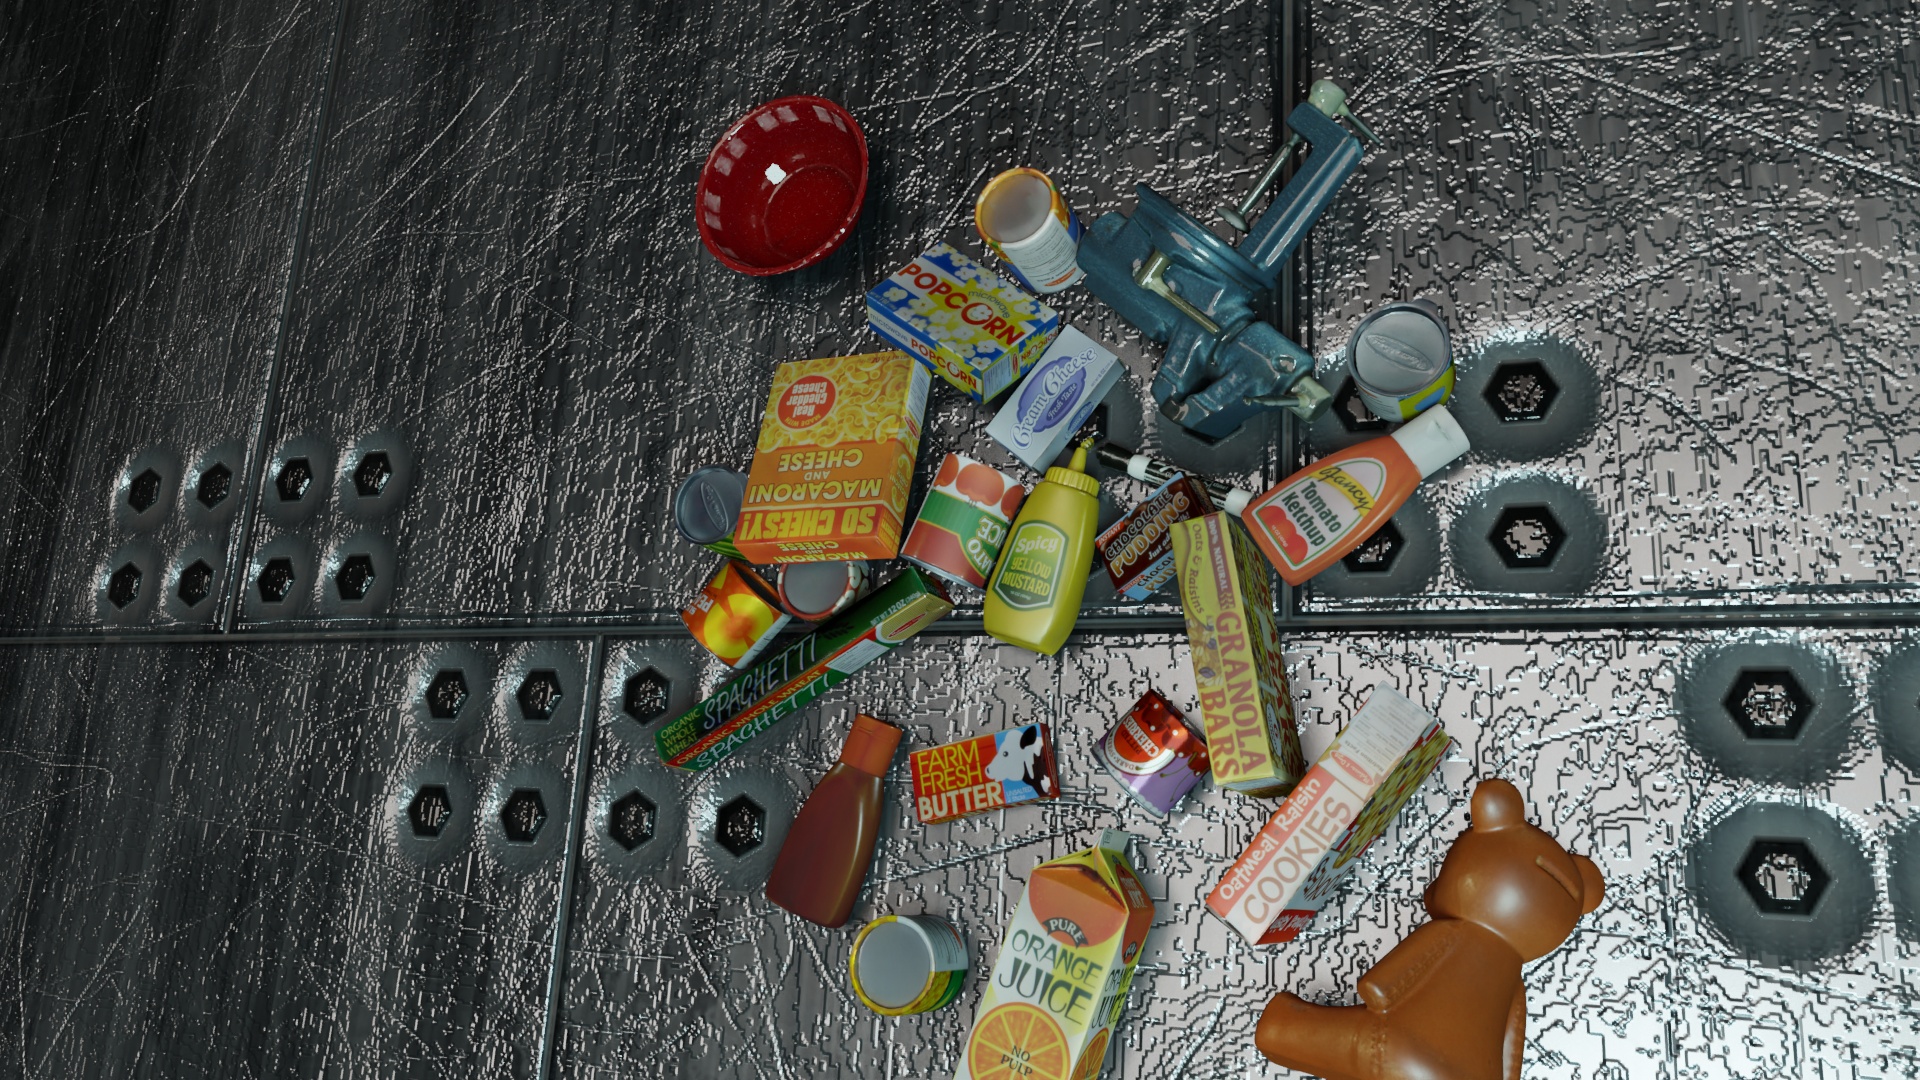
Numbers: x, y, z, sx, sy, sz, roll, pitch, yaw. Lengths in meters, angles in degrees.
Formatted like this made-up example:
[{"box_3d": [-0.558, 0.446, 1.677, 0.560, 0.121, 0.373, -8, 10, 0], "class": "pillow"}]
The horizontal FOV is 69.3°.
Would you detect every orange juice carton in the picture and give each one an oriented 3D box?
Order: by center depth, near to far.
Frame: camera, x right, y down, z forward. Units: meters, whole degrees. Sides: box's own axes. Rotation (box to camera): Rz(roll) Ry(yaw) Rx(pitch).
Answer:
[{"box_3d": [0.069, 0.279, 0.905, 0.073, 0.071, 0.193, 18, 84, 25], "class": "orange juice carton"}]

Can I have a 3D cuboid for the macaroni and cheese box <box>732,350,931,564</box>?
[{"box_3d": [-0.096, -0.063, 1.066, 0.123, 0.040, 0.167, -3, 60, 22], "class": "macaroni and cheese box"}]

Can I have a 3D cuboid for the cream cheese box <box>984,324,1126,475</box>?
[{"box_3d": [0.070, -0.105, 1.037, 0.053, 0.024, 0.104, 39, 93, 28], "class": "cream cheese box"}]

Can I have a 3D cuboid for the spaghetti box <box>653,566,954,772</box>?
[{"box_3d": [-0.120, 0.100, 1.047, 0.250, 0.050, 0.029, -33, 64, 12], "class": "spaghetti box"}]

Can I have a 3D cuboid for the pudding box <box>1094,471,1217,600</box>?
[{"box_3d": [0.138, -0.003, 0.961, 0.083, 0.030, 0.050, -40, 49, 27], "class": "pudding box"}]

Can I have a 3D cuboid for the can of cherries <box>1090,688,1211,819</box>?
[{"box_3d": [0.129, 0.140, 0.919, 0.058, 0.071, 0.071, -46, 64, 6], "class": "can of cherries"}]

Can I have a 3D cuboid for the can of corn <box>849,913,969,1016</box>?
[{"box_3d": [-0.037, 0.293, 0.954, 0.071, 0.058, 0.071, -6, 73, 22], "class": "can of corn"}]

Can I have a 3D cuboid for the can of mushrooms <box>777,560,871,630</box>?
[{"box_3d": [-0.106, 0.034, 1.068, 0.071, 0.033, 0.071, -6, 74, 21], "class": "can of mushrooms"}]

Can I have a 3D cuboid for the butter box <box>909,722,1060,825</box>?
[{"box_3d": [0.017, 0.166, 0.985, 0.103, 0.024, 0.053, -16, 70, 18], "class": "butter box"}]

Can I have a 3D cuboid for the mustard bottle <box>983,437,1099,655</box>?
[{"box_3d": [0.066, -0.001, 0.996, 0.065, 0.049, 0.160, 14, 82, 25], "class": "mustard bottle"}]

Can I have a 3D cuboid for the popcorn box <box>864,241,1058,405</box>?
[{"box_3d": [0.001, -0.168, 1.057, 0.127, 0.038, 0.085, 37, 61, 27], "class": "popcorn box"}]

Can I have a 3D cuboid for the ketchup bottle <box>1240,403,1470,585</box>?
[{"box_3d": [0.265, -0.034, 0.925, 0.148, 0.043, 0.065, -35, 73, 10], "class": "ketchup bottle"}]

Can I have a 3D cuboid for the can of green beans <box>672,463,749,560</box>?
[{"box_3d": [-0.184, -0.021, 1.103, 0.071, 0.058, 0.071, -6, 74, 22], "class": "can of green beans"}]

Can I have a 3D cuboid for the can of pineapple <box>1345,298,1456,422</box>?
[{"box_3d": [0.296, -0.119, 0.926, 0.071, 0.058, 0.071, -6, 74, 21], "class": "can of pineapple"}]

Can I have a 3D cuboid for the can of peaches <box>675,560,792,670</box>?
[{"box_3d": [-0.174, 0.056, 1.071, 0.058, 0.071, 0.071, -46, 64, 5], "class": "can of peaches"}]

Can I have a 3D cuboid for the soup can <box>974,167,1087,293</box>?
[{"box_3d": [0.054, -0.235, 1.047, 0.071, 0.083, 0.071, -6, 73, 22], "class": "soup can"}]

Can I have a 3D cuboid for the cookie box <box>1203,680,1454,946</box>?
[{"box_3d": [0.225, 0.169, 0.841, 0.040, 0.123, 0.167, 40, 93, 27], "class": "cookie box"}]

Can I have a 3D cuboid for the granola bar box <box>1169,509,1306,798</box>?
[{"box_3d": [0.178, 0.077, 0.885, 0.039, 0.124, 0.166, -14, 71, 20], "class": "granola bar box"}]

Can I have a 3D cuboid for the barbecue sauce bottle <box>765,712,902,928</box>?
[{"box_3d": [-0.086, 0.200, 1.009, 0.065, 0.043, 0.148, 19, 83, 26], "class": "barbecue sauce bottle"}]

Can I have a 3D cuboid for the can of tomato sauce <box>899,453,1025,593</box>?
[{"box_3d": [0.004, -0.013, 1.017, 0.071, 0.071, 0.083, 21, 84, 26], "class": "can of tomato sauce"}]
